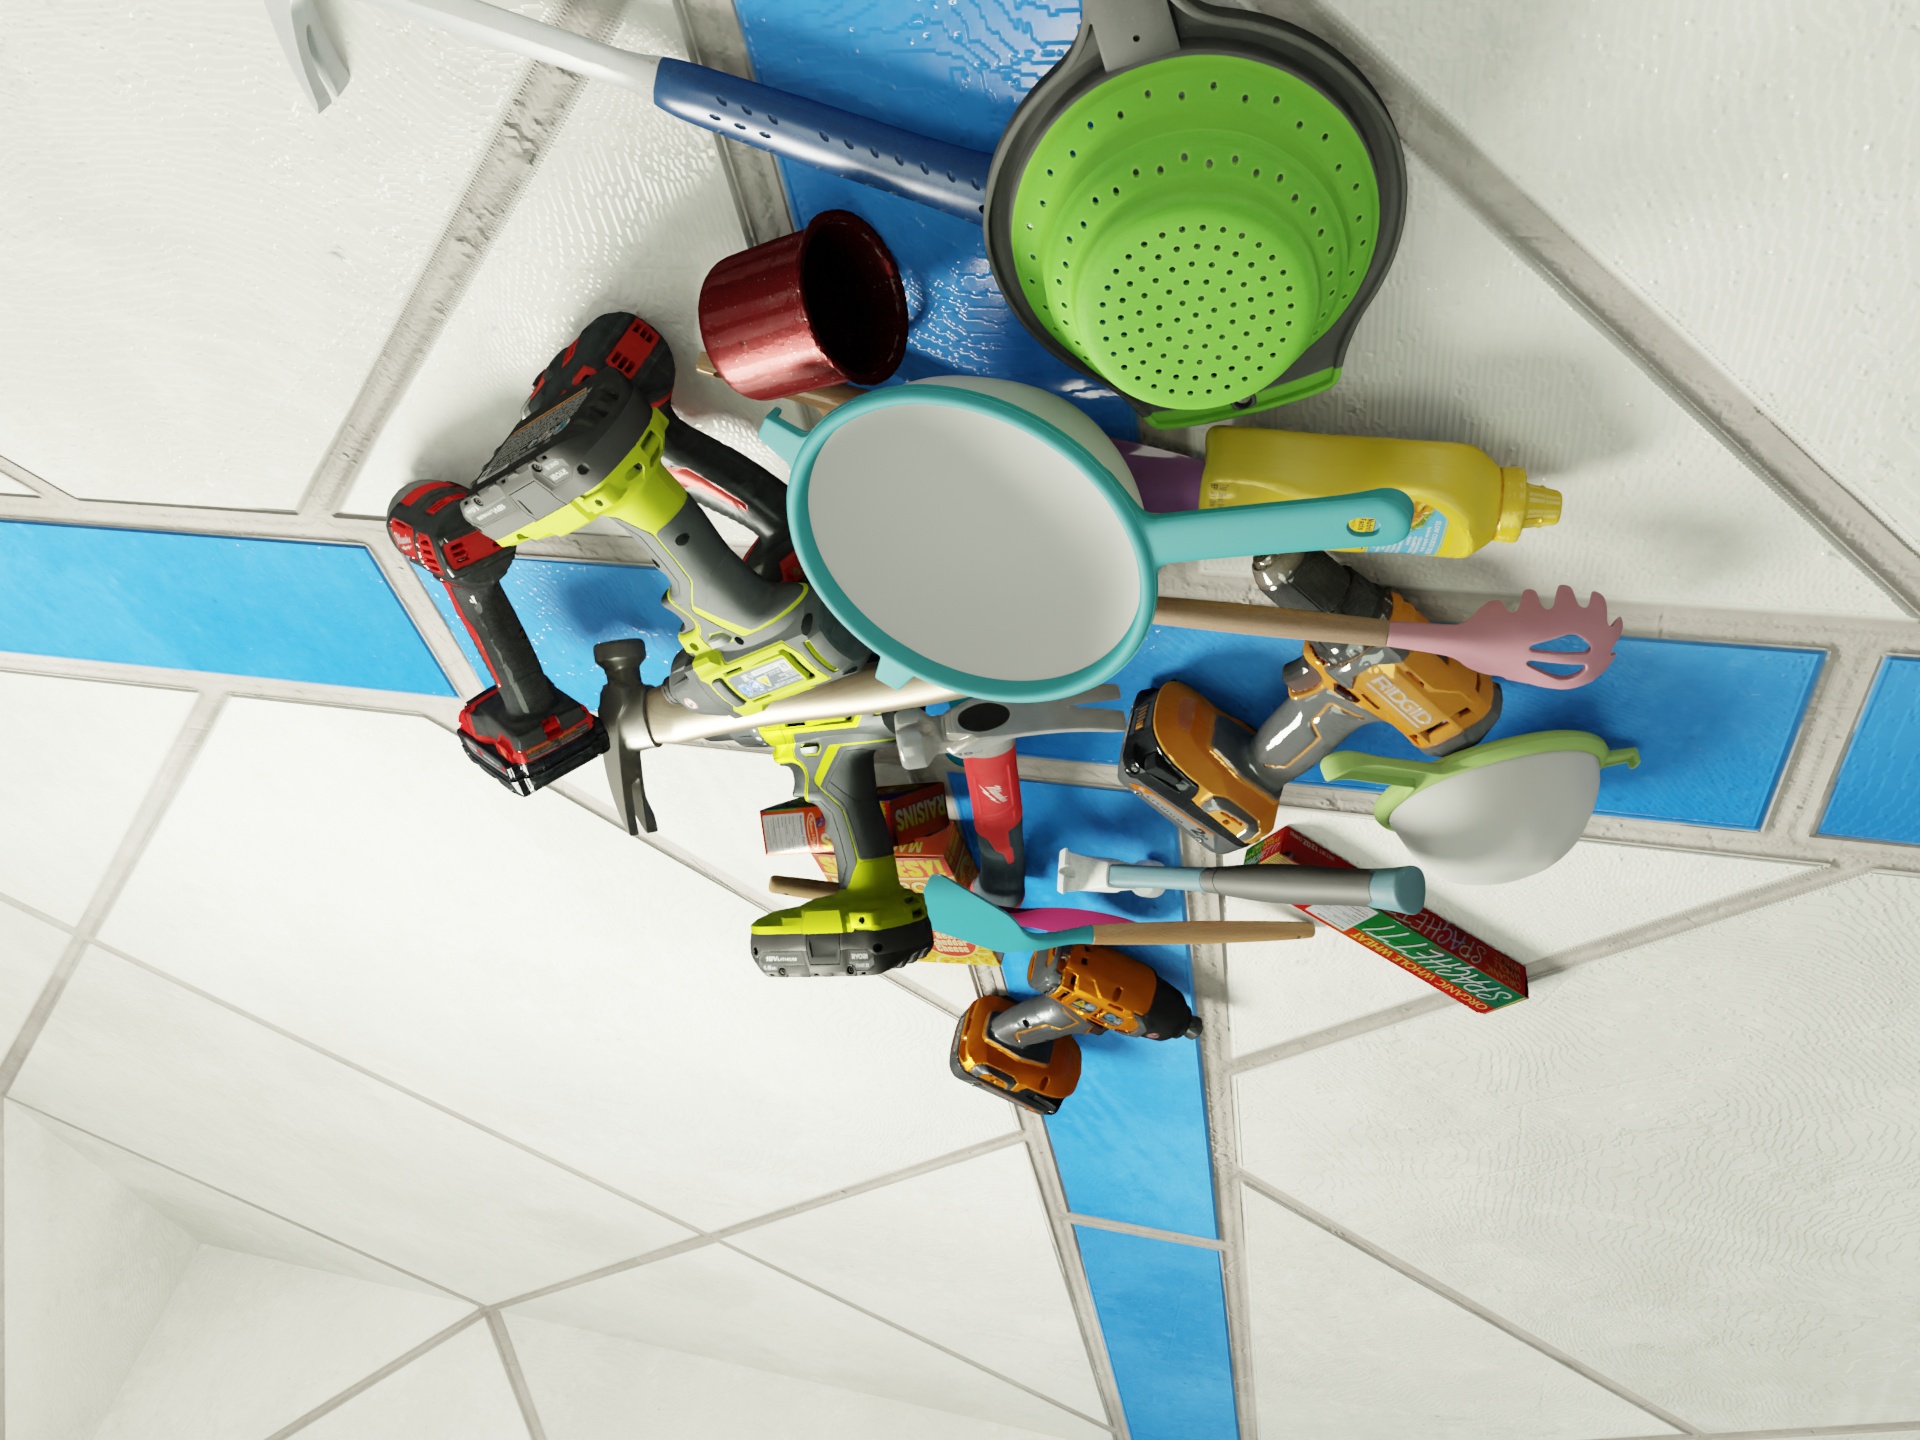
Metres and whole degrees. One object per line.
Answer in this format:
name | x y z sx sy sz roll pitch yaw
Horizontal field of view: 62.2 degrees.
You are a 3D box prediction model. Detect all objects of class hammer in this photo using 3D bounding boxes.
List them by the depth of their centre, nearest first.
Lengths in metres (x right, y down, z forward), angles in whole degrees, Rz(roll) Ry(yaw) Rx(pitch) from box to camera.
hammer | -0.163 -0.323 0.807 0.405 0.035 0.144 18 143 -1
hammer | -0.086 -0.010 1.089 0.411 0.146 0.038 -8 180 31
hammer | 0.187 0.111 1.105 0.128 0.033 0.331 8 173 -33
hammer | 0.043 0.069 1.154 0.143 0.038 0.386 -8 157 1

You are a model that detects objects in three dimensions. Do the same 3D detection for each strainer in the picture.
strainer | 0.073 -0.117 0.849 0.340 0.095 0.210 -2 132 28
strainer | 0.309 0.060 0.983 0.256 0.069 0.151 8 150 -43

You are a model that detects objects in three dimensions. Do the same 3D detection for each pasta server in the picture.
pasta server | 0.218 -0.056 0.918 0.316 0.040 0.060 6 116 9

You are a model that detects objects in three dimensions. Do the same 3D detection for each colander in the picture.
colander | 0.082 -0.271 0.697 0.204 0.095 0.396 -12 133 18

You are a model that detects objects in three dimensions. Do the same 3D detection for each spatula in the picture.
spatula | 0.000 -0.170 0.937 0.316 0.018 0.059 14 149 -4
spatula | 0.127 0.158 1.255 0.317 0.044 0.082 1 143 -11

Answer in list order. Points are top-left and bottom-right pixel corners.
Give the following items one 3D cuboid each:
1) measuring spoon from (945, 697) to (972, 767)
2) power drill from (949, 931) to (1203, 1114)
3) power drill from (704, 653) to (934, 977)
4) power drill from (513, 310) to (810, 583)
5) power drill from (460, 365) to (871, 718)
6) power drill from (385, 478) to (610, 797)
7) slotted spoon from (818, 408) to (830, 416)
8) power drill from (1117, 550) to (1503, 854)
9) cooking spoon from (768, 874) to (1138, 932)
measuring spoon | -0.002 -0.004 1.164 0.042 0.021 0.128 7 144 15
power drill | 0.103 0.279 1.443 0.164 0.084 0.226 27 139 -13
power drill | -0.110 0.068 1.171 0.190 0.228 0.080 -6 -178 29
power drill | -0.184 -0.140 1.024 0.226 0.080 0.188 37 140 -19
power drill | -0.180 -0.091 0.962 0.171 0.080 0.223 -18 128 40
power drill | -0.339 -0.066 1.130 0.143 0.078 0.219 24 137 48
slotted spoon | -0.025 -0.140 0.996 0.070 0.031 0.313 -18 129 38
power drill | 0.200 -0.017 1.020 0.185 0.084 0.226 37 136 -20
cooking spoon | 0.004 0.153 1.278 0.318 0.017 0.068 10 159 -13
